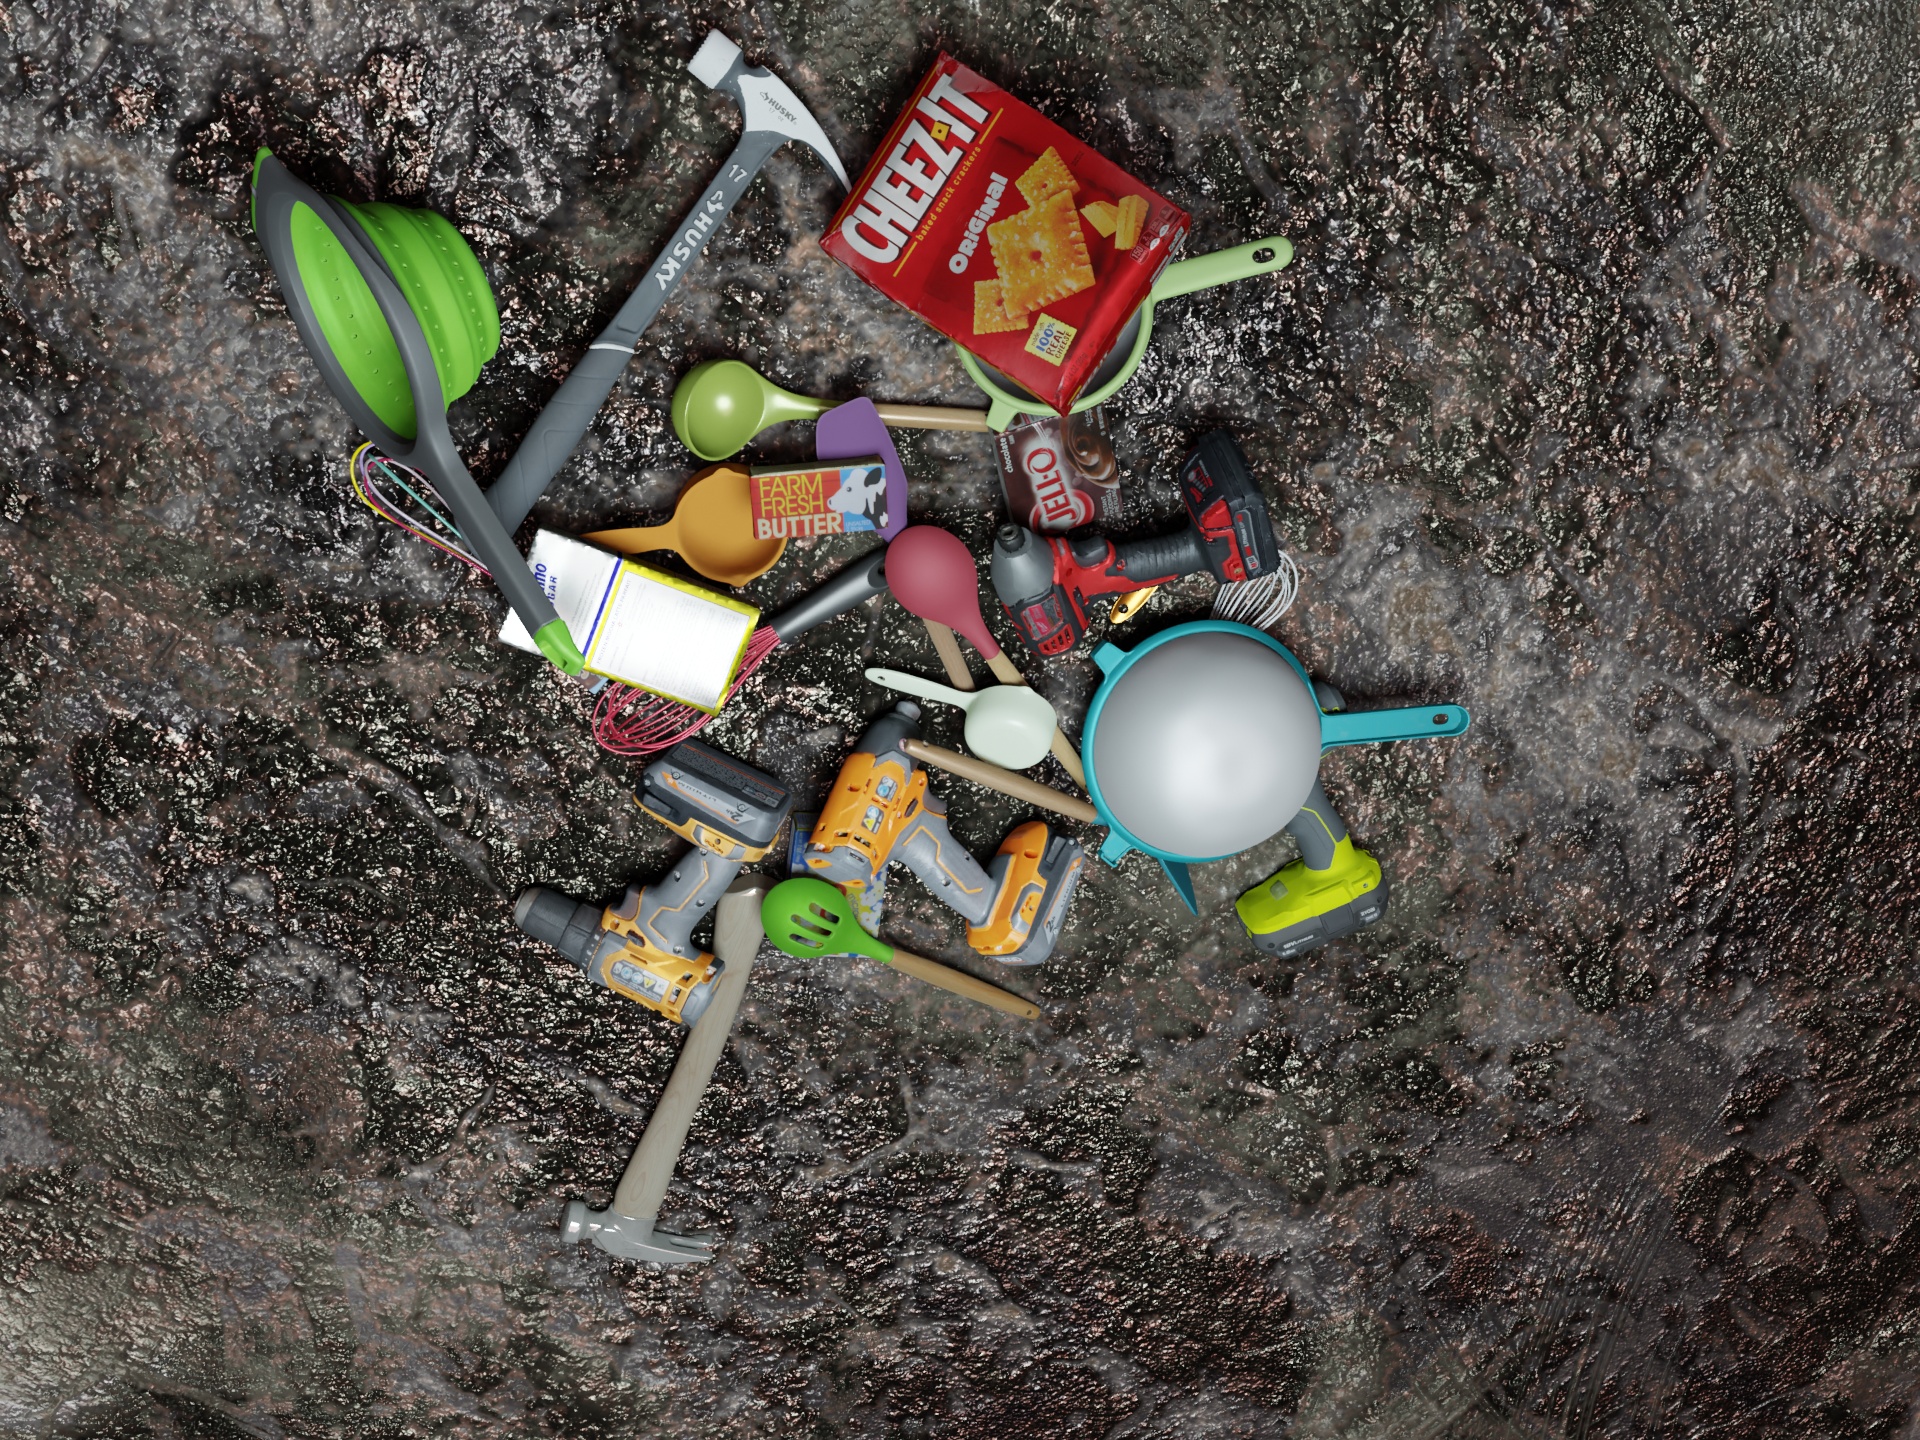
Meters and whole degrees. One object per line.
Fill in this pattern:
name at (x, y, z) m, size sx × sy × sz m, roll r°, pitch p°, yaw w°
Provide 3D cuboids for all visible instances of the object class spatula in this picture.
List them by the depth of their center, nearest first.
spatula at (-0.039, -0.116, 1.280) m, size 0.060 × 0.018 × 0.315 m, roll -26°, pitch 124°, yaw 0°
spatula at (0.085, 0.080, 1.354) m, size 0.317 × 0.082 × 0.044 m, roll 22°, pitch 127°, yaw -24°

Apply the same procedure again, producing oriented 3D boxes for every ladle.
ladle at (-0.062, -0.233, 1.228) m, size 0.320 × 0.062 × 0.078 m, roll 1°, pitch 120°, yaw -14°
ladle at (0.038, -0.038, 1.323) m, size 0.069 × 0.031 × 0.315 m, roll -34°, pitch 125°, yaw 7°

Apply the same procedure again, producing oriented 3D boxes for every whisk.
whisk at (-0.362, -0.120, 1.213) m, size 0.244 × 0.051 × 0.047 m, roll 44°, pitch 71°, yaw -18°
whisk at (-0.166, -0.061, 1.286) m, size 0.296 × 0.073 × 0.073 m, roll -31°, pitch 115°, yaw -3°
whisk at (0.204, -0.044, 1.366) m, size 0.059 × 0.058 × 0.246 m, roll 40°, pitch 108°, yaw 13°

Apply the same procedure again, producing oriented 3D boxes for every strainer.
strainer at (0.121, -0.317, 1.200) m, size 0.256 × 0.069 × 0.151 m, roll -14°, pitch 93°, yaw 5°
strainer at (0.274, 0.023, 1.309) m, size 0.340 × 0.095 × 0.211 m, roll -5°, pitch 105°, yaw -9°

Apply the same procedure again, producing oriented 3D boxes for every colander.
colander at (-0.343, -0.218, 1.102) m, size 0.094 × 0.204 × 0.397 m, roll -33°, pitch 92°, yaw -29°

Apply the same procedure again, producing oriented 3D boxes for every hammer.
hammer at (-0.238, -0.284, 1.158) m, size 0.149 × 0.036 × 0.409 m, roll 34°, pitch 96°, yaw -23°
hammer at (-0.236, 0.323, 1.450) m, size 0.146 × 0.038 × 0.410 m, roll 17°, pitch 109°, yaw -18°

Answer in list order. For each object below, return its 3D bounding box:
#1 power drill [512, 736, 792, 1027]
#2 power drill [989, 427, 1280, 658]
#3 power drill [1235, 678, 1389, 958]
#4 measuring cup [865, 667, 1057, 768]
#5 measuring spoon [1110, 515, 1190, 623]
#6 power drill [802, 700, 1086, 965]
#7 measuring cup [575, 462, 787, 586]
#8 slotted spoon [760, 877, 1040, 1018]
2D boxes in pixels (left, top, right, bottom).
power drill at (-0.260, 0.128, 1.330) m, size 0.185 × 0.084 × 0.226 m, roll 26°, pitch 109°, yaw -1°
power drill at (0.132, -0.138, 1.262) m, size 0.219 × 0.079 × 0.143 m, roll -22°, pitch 144°, yaw 7°
power drill at (0.283, 0.092, 1.422) m, size 0.171 × 0.080 × 0.223 m, roll -23°, pitch 111°, yaw 0°
measuring cup at (-0.002, -0.004, 1.320) m, size 0.167 × 0.038 × 0.083 m, roll 17°, pitch 142°, yaw -8°
measuring spoon at (0.165, -0.128, 1.339) m, size 0.021 × 0.011 × 0.117 m, roll 35°, pitch 107°, yaw -14°
power drill at (-0.008, 0.095, 1.349) m, size 0.226 × 0.084 × 0.164 m, roll 32°, pitch 67°, yaw -22°
measuring cup at (-0.221, -0.151, 1.237) m, size 0.173 × 0.052 × 0.095 m, roll -8°, pitch 115°, yaw -5°
slotted spoon at (-0.043, 0.214, 1.408) m, size 0.313 × 0.031 × 0.070 m, roll 28°, pitch 97°, yaw -34°
